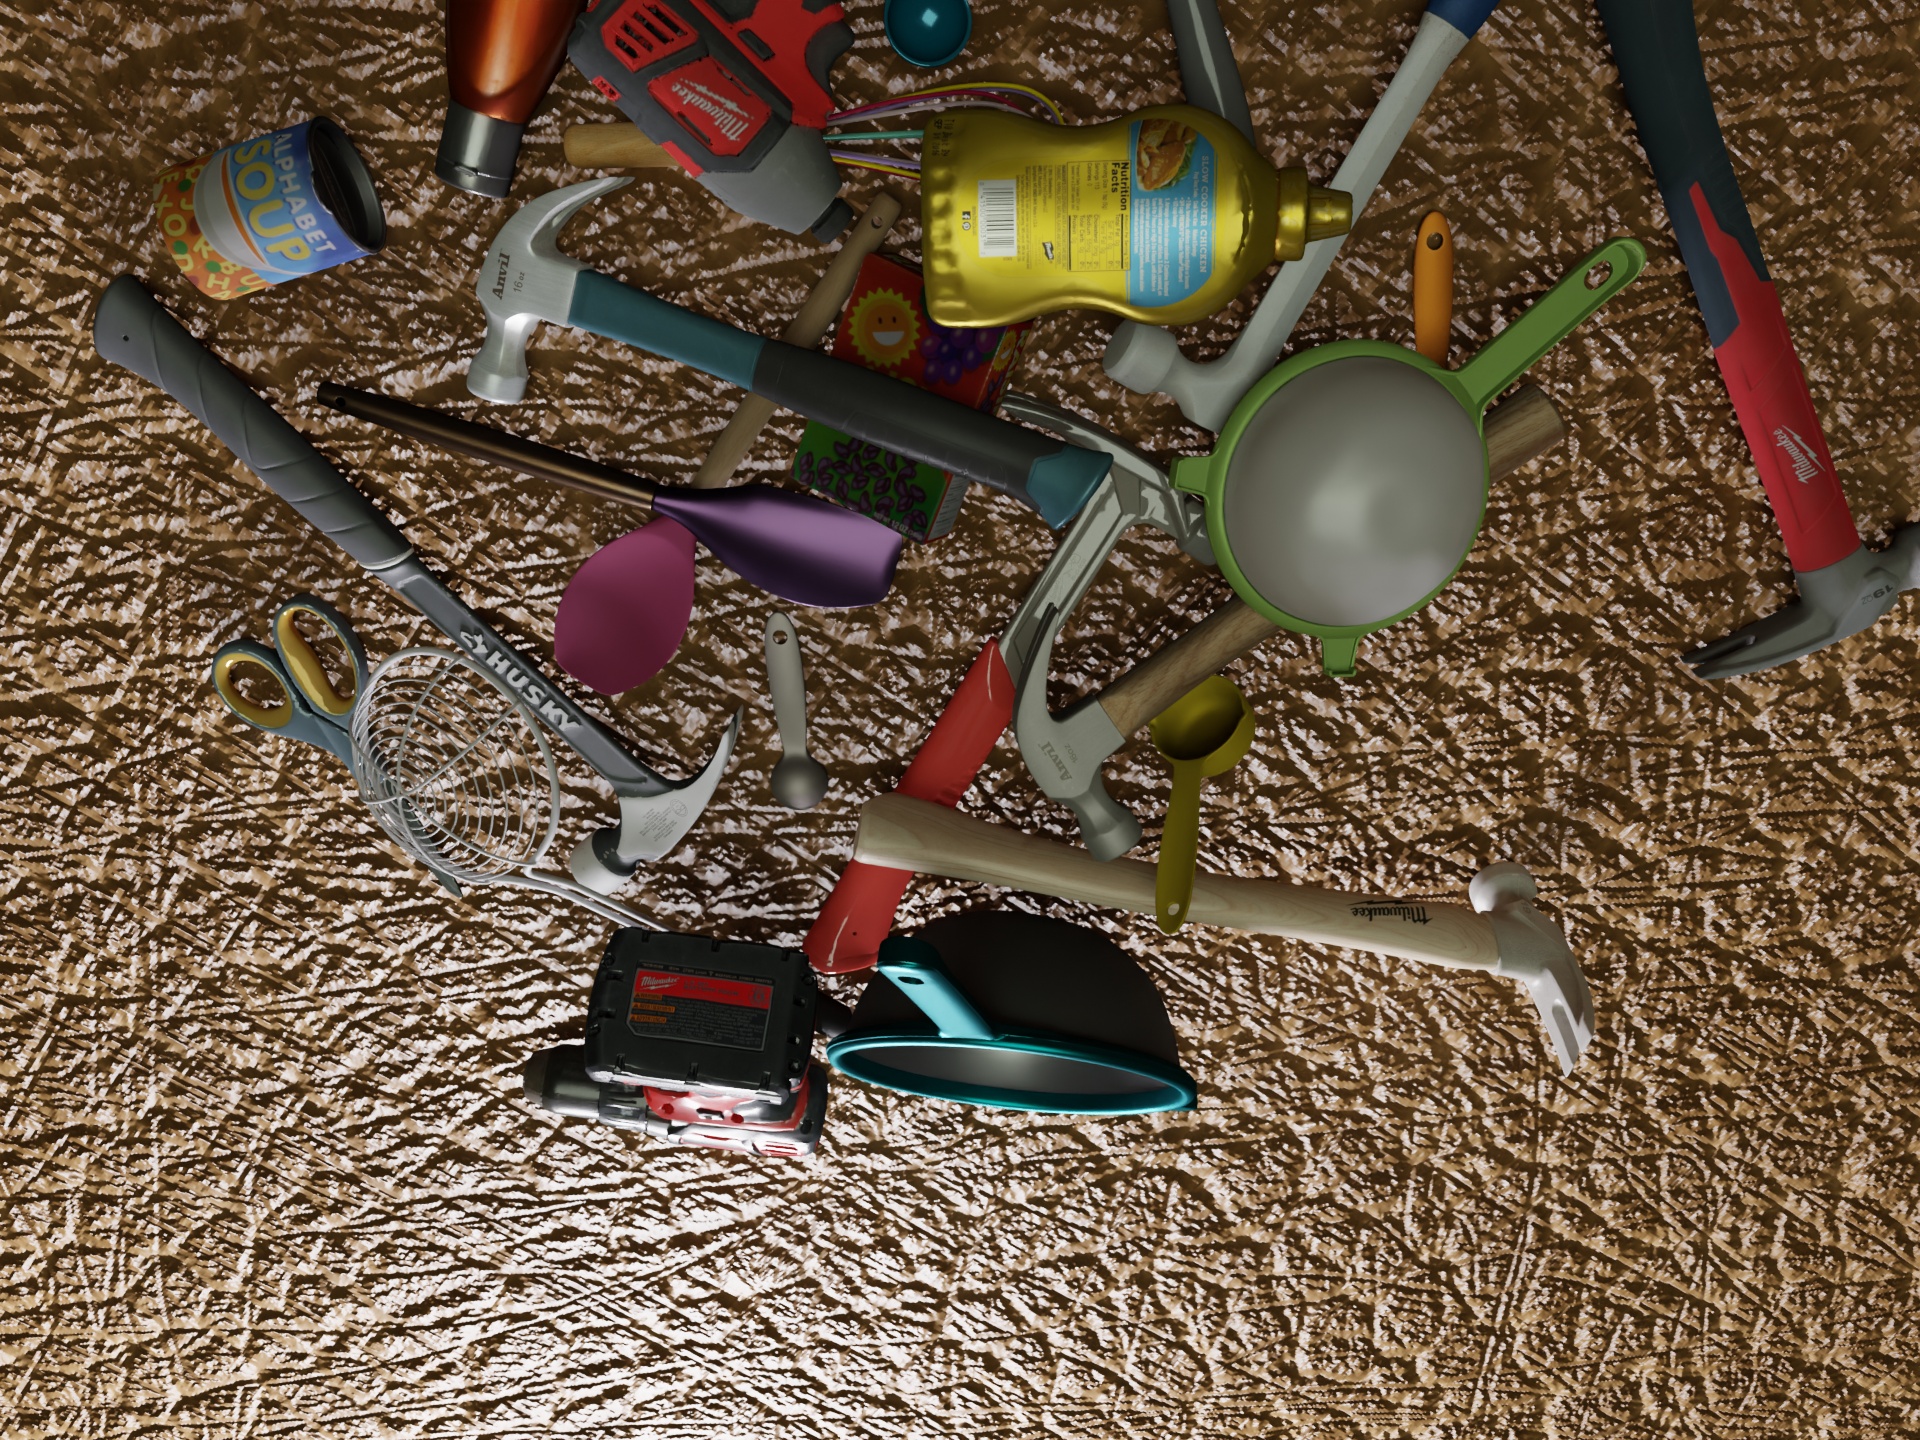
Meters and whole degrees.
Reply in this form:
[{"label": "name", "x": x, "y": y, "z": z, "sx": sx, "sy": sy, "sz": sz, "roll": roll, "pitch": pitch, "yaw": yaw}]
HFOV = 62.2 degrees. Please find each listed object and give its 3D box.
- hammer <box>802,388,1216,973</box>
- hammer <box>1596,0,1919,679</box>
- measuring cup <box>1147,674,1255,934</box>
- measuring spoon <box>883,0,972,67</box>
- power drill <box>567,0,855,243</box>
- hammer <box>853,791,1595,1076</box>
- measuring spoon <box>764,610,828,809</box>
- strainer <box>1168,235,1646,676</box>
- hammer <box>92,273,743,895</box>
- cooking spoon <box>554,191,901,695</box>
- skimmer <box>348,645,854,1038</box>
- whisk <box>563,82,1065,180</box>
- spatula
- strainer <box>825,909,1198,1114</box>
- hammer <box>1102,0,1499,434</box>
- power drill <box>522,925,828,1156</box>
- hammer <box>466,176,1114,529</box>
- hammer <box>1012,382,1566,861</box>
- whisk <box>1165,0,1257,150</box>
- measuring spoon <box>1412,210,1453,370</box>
[{"label": "hammer", "x": -0.001, "y": -0.003, "z": 0.900, "sx": 0.149, "sy": 0.037, "sz": 0.359, "roll": 28, "pitch": 111, "yaw": -12}, {"label": "hammer", "x": 0.383, "y": -0.201, "z": 0.810, "sx": 0.143, "sy": 0.038, "sz": 0.386, "roll": -27, "pitch": 112, "yaw": 13}, {"label": "measuring cup", "x": 0.129, "y": 0.048, "z": 0.870, "sx": 0.062, "sy": 0.157, "sz": 0.029, "roll": -7, "pitch": 148, "yaw": 34}, {"label": "measuring spoon", "x": -0.042, "y": -0.366, "z": 0.750, "sx": 0.042, "sy": 0.021, "sz": 0.128, "roll": -37, "pitch": 101, "yaw": -1}, {"label": "power drill", "x": -0.051, "y": -0.327, "z": 0.701, "sx": 0.143, "sy": 0.079, "sz": 0.219, "roll": 40, "pitch": 95, "yaw": -22}, {"label": "hammer", "x": 0.144, "y": 0.104, "z": 0.880, "sx": 0.410, "sy": 0.146, "sz": 0.038, "roll": 10, "pitch": 122, "yaw": -7}, {"label": "measuring spoon", "x": -0.098, "y": -0.002, "z": 0.909, "sx": 0.034, "sy": 0.018, "sz": 0.124, "roll": -4, "pitch": 113, "yaw": 2}, {"label": "strainer", "x": 0.239, "y": -0.141, "z": 0.769, "sx": 0.256, "sy": 0.069, "sz": 0.151, "roll": -41, "pitch": 109, "yaw": 5}, {"label": "hammer", "x": -0.292, "y": -0.077, "z": 0.859, "sx": 0.149, "sy": 0.036, "sz": 0.408, "roll": -37, "pitch": 108, "yaw": 25}, {"label": "cooking spoon", "x": -0.124, "y": -0.141, "z": 0.847, "sx": 0.068, "sy": 0.017, "sz": 0.319, "roll": 34, "pitch": 110, "yaw": -9}, {"label": "skimmer", "x": -0.179, "y": 0.085, "z": 0.895, "sx": 0.127, "sy": 0.090, "sz": 0.362, "roll": -22, "pitch": 139, "yaw": 32}, {"label": "whisk", "x": -0.071, "y": -0.280, "z": 0.773, "sx": 0.245, "sy": 0.051, "sz": 0.047, "roll": -1, "pitch": 120, "yaw": 4}, {"label": "spatula", "x": -0.186, "y": -0.123, "z": 0.840, "sx": 0.316, "sy": 0.018, "sz": 0.059, "roll": 18, "pitch": 113, "yaw": -2}, {"label": "strainer", "x": 0.017, "y": 0.138, "z": 0.863, "sx": 0.211, "sy": 0.095, "sz": 0.340, "roll": 1, "pitch": 156, "yaw": 15}, {"label": "hammer", "x": 0.227, "y": -0.313, "z": 0.748, "sx": 0.144, "sy": 0.035, "sz": 0.405, "roll": 23, "pitch": 109, "yaw": -21}, {"label": "power drill", "x": -0.168, "y": 0.195, "z": 0.920, "sx": 0.188, "sy": 0.080, "sz": 0.226, "roll": 8, "pitch": 152, "yaw": -3}, {"label": "hammer", "x": -0.085, "y": -0.168, "z": 0.781, "sx": 0.331, "sy": 0.033, "sz": 0.128, "roll": 22, "pitch": 114, "yaw": 8}, {"label": "hammer", "x": 0.170, "y": -0.070, "z": 0.835, "sx": 0.331, "sy": 0.031, "sz": 0.130, "roll": -36, "pitch": 104, "yaw": 2}, {"label": "whisk", "x": 0.105, "y": -0.356, "z": 0.739, "sx": 0.055, "sy": 0.055, "sz": 0.238, "roll": -17, "pitch": 117, "yaw": 7}, {"label": "measuring spoon", "x": 0.245, "y": -0.203, "z": 0.823, "sx": 0.021, "sy": 0.011, "sz": 0.116, "roll": -6, "pitch": 114, "yaw": 3}]
